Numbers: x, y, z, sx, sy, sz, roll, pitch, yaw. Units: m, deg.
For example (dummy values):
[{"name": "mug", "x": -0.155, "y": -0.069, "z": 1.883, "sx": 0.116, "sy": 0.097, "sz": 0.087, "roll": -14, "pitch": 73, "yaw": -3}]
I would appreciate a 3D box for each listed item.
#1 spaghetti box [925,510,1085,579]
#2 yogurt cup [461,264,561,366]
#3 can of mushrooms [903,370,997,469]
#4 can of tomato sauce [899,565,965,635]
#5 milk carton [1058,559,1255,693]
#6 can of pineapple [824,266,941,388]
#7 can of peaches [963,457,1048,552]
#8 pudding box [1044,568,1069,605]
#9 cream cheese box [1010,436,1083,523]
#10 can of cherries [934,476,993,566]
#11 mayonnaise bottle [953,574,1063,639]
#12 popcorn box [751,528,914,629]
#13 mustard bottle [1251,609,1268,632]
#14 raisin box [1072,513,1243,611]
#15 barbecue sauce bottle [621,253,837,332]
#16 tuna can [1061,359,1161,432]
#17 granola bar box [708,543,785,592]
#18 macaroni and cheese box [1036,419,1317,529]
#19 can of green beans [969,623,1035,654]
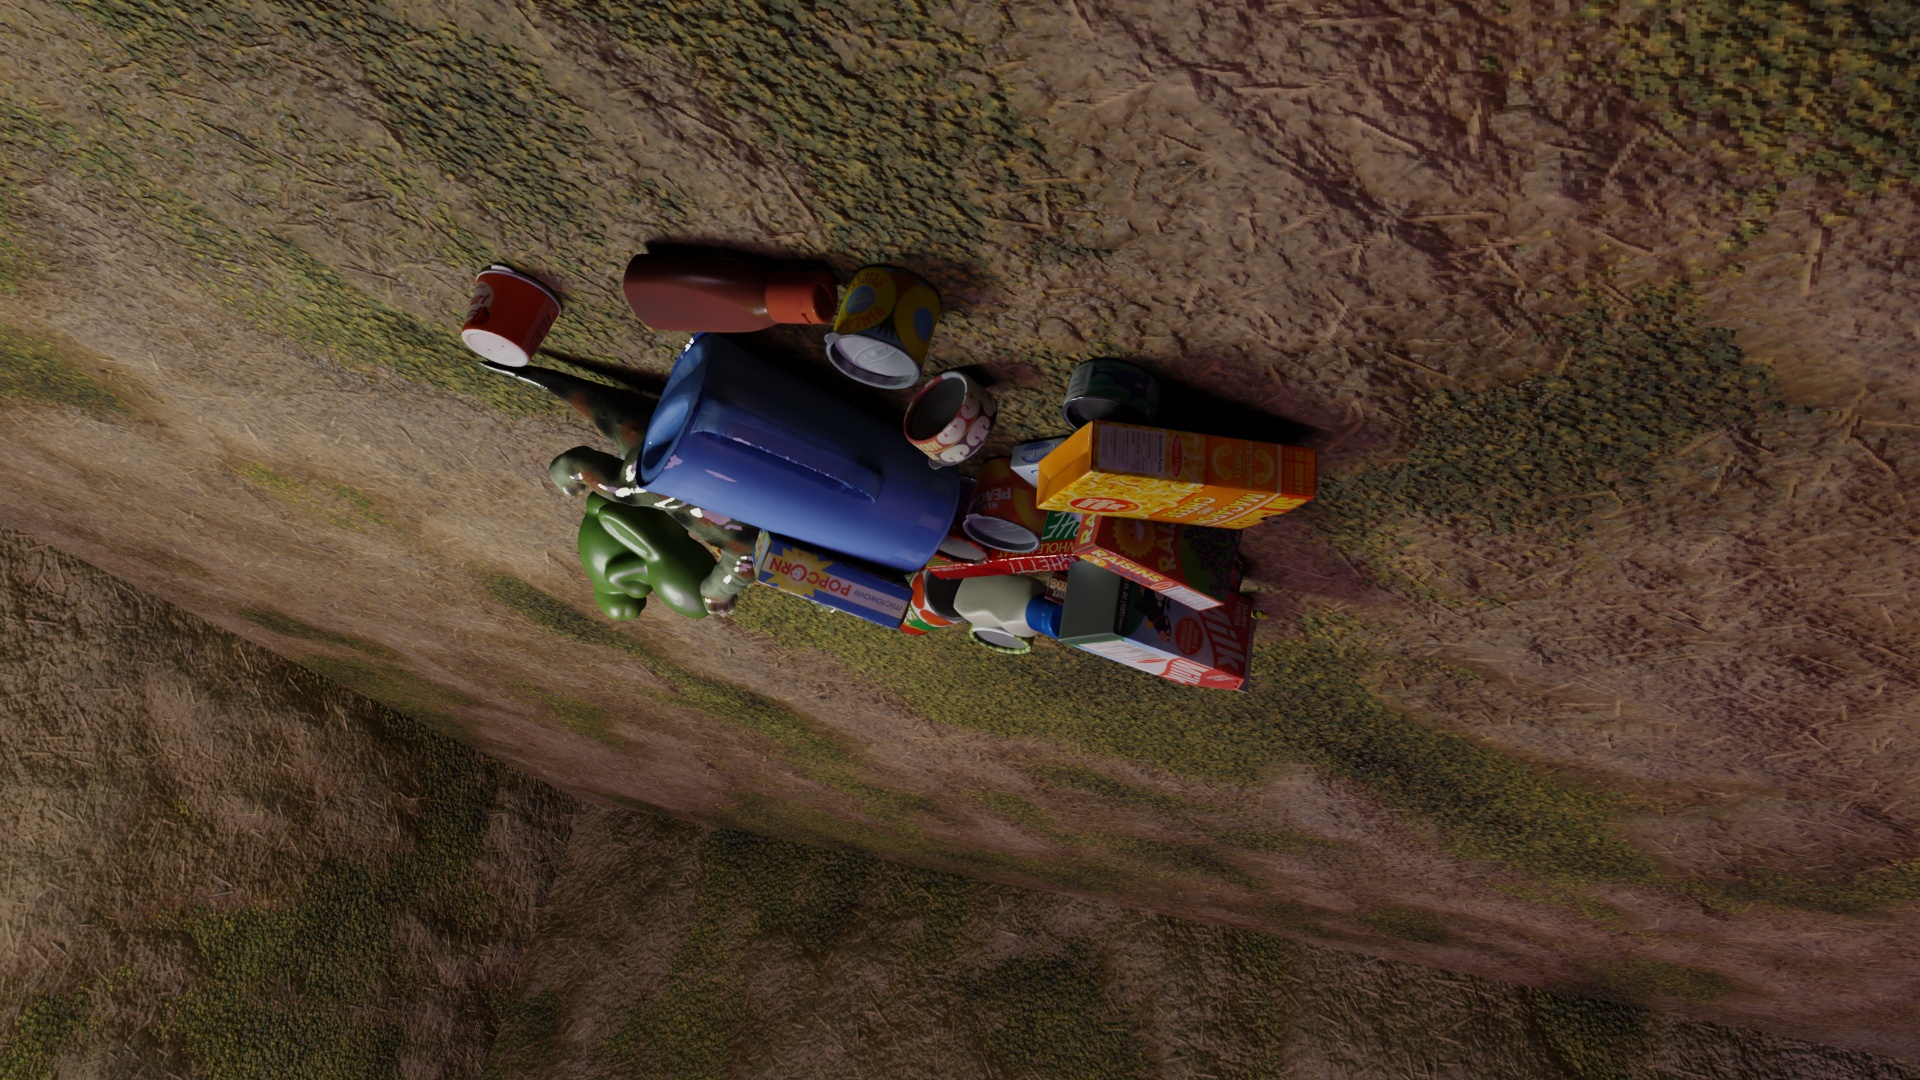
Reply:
[{"name": "spaghetti box", "x": 0.071, "y": 0.000, "z": 1.219, "sx": 0.249, "sy": 0.050, "sz": 0.028, "roll": -6, "pitch": 150, "yaw": 43}, {"name": "yogurt cup", "x": -0.355, "y": -0.173, "z": 1.090, "sx": 0.072, "sy": 0.054, "sz": 0.072, "roll": 14, "pitch": 159, "yaw": 6}, {"name": "can of mushrooms", "x": -0.009, "y": -0.089, "z": 1.030, "sx": 0.071, "sy": 0.071, "sz": 0.033, "roll": -7, "pitch": 147, "yaw": 44}, {"name": "can of tomato sauce", "x": -0.030, "y": 0.057, "z": 1.403, "sx": 0.071, "sy": 0.071, "sz": 0.083, "roll": 26, "pitch": 156, "yaw": -23}, {"name": "milk carton", "x": 0.182, "y": 0.073, "z": 1.178, "sx": 0.190, "sy": 0.072, "sz": 0.073, "roll": 21, "pitch": 160, "yaw": -31}, {"name": "can of pineapple", "x": -0.052, "y": -0.145, "z": 0.942, "sx": 0.071, "sy": 0.058, "sz": 0.070, "roll": 13, "pitch": 158, "yaw": 6}, {"name": "can of peaches", "x": 0.040, "y": -0.031, "z": 1.156, "sx": 0.071, "sy": 0.058, "sz": 0.071, "roll": 14, "pitch": 158, "yaw": 6}, {"name": "pudding box", "x": 0.109, "y": 0.039, "z": 1.254, "sx": 0.050, "sy": 0.030, "sz": 0.084, "roll": 20, "pitch": -166, "yaw": 9}, {"name": "cream cheese box", "x": 0.093, "y": -0.048, "z": 1.124, "sx": 0.053, "sy": 0.024, "sz": 0.103, "roll": -7, "pitch": 149, "yaw": 41}, {"name": "can of cherries", "x": 0.004, "y": -0.015, "z": 1.216, "sx": 0.071, "sy": 0.058, "sz": 0.071, "roll": 14, "pitch": 158, "yaw": 6}, {"name": "mayonnaise bottle", "x": 0.054, "y": 0.060, "z": 1.308, "sx": 0.041, "sy": 0.065, "sz": 0.148, "roll": 36, "pitch": 170, "yaw": -33}, {"name": "popcorn box", "x": -0.107, "y": 0.028, "z": 1.153, "sx": 0.127, "sy": 0.038, "sz": 0.085, "roll": 21, "pitch": -172, "yaw": -15}, {"name": "mustard bottle", "x": 0.230, "y": 0.085, "z": 1.303, "sx": 0.049, "sy": 0.065, "sz": 0.159, "roll": 20, "pitch": 153, "yaw": -25}, {"name": "raisin box", "x": 0.157, "y": -0.008, "z": 1.091, "sx": 0.123, "sy": 0.086, "sz": 0.040, "roll": 24, "pitch": 161, "yaw": -19}, {"name": "barbecue sauce bottle", "x": -0.159, "y": -0.172, "z": 0.972, "sx": 0.148, "sy": 0.044, "sz": 0.064, "roll": 6, "pitch": 156, "yaw": 23}, {"name": "tuna can", "x": 0.109, "y": -0.097, "z": 0.981, "sx": 0.071, "sy": 0.033, "sz": 0.070, "roll": 14, "pitch": 158, "yaw": 6}, {"name": "granola bar box", "x": -0.167, "y": 0.019, "z": 1.445, "sx": 0.165, "sy": 0.039, "sz": 0.123, "roll": 8, "pitch": 157, "yaw": 20}, {"name": "macaroni and cheese box", "x": 0.152, "y": -0.043, "z": 1.001, "sx": 0.167, "sy": 0.040, "sz": 0.123, "roll": 6, "pitch": 168, "yaw": -13}, {"name": "can of green beans", "x": 0.047, "y": 0.077, "z": 1.410, "sx": 0.071, "sy": 0.058, "sz": 0.071, "roll": 14, "pitch": 158, "yaw": 6}]
